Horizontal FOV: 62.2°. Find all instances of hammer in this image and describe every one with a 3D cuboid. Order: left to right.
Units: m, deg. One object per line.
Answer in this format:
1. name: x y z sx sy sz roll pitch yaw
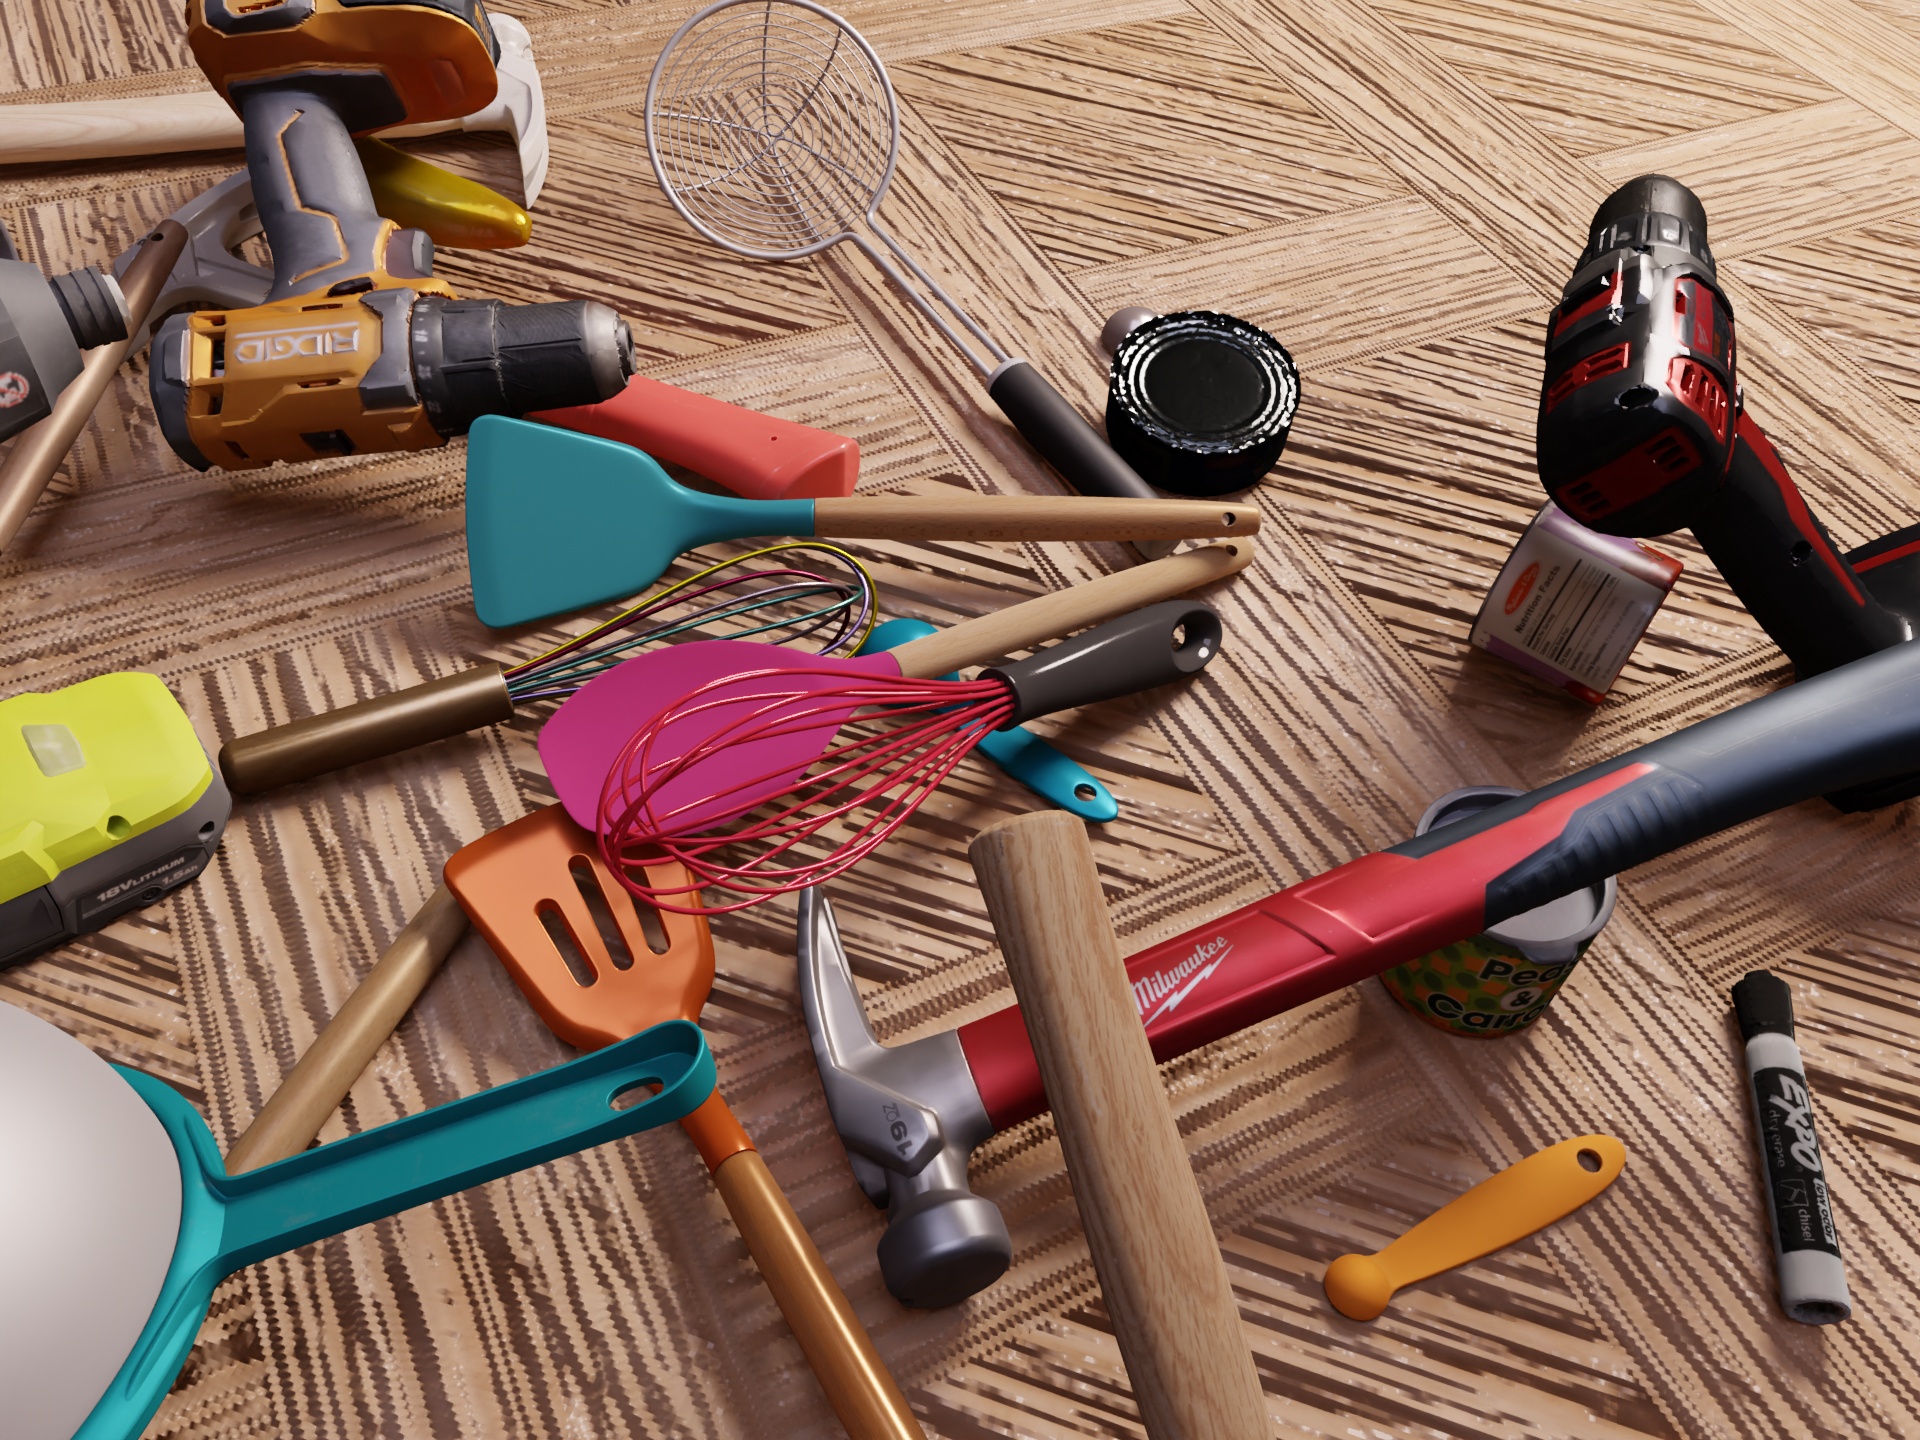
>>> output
1. hammer: -0.423 -0.301 0.818 0.410 0.038 0.146 -9 52 -13
2. hammer: -0.211 -0.167 0.720 0.359 0.036 0.149 19 50 11
3. hammer: 0.059 0.175 0.388 0.130 0.031 0.332 -6 62 -23
4. hammer: 0.138 0.041 0.495 0.386 0.038 0.143 -22 52 -1

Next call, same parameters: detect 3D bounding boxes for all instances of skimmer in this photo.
1. skimmer: -0.023 -0.209 0.740 0.127 0.090 0.364 -41 61 4

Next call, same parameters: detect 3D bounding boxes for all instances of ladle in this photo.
1. ladle: -0.215 0.138 0.439 0.078 0.062 0.320 11 45 18

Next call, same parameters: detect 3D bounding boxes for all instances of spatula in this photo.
1. spatula: -0.370 -0.088 0.624 0.060 0.018 0.316 9 57 0
2. spatula: -0.054 0.141 0.452 0.081 0.041 0.323 -22 50 -24
3. spatula: -0.033 -0.080 0.642 0.317 0.082 0.044 -1 5 -4

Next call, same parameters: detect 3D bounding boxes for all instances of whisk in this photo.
1. whisk: -0.145 -0.014 0.589 0.245 0.047 0.051 -18 29 -14
2. whisk: -0.001 -0.002 0.550 0.296 0.073 0.073 -20 52 -42

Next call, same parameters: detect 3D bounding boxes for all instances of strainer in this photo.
1. strainer: -0.232 0.109 0.373 0.340 0.095 0.211 -17 33 -7

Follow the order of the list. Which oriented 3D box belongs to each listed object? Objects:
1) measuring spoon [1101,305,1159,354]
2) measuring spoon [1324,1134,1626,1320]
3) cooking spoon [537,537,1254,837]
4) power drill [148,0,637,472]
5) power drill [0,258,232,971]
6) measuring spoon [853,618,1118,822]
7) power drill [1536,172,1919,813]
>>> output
1. measuring spoon: 0.111 -0.163 0.760 0.034 0.018 0.124 -22 55 -23
2. measuring spoon: 0.162 0.153 0.491 0.117 0.011 0.021 -19 53 -21
3. cooking spoon: -0.005 -0.025 0.600 0.319 0.017 0.069 -20 70 -31
4. power drill: -0.233 -0.217 0.664 0.185 0.084 0.226 -6 73 -1
5. power drill: -0.304 -0.025 0.460 0.171 0.223 0.080 -28 57 -26
6. measuring spoon: 0.010 -0.003 0.606 0.129 0.021 0.042 36 55 26
7. power drill: 0.307 -0.094 0.604 0.226 0.080 0.188 39 48 -17
